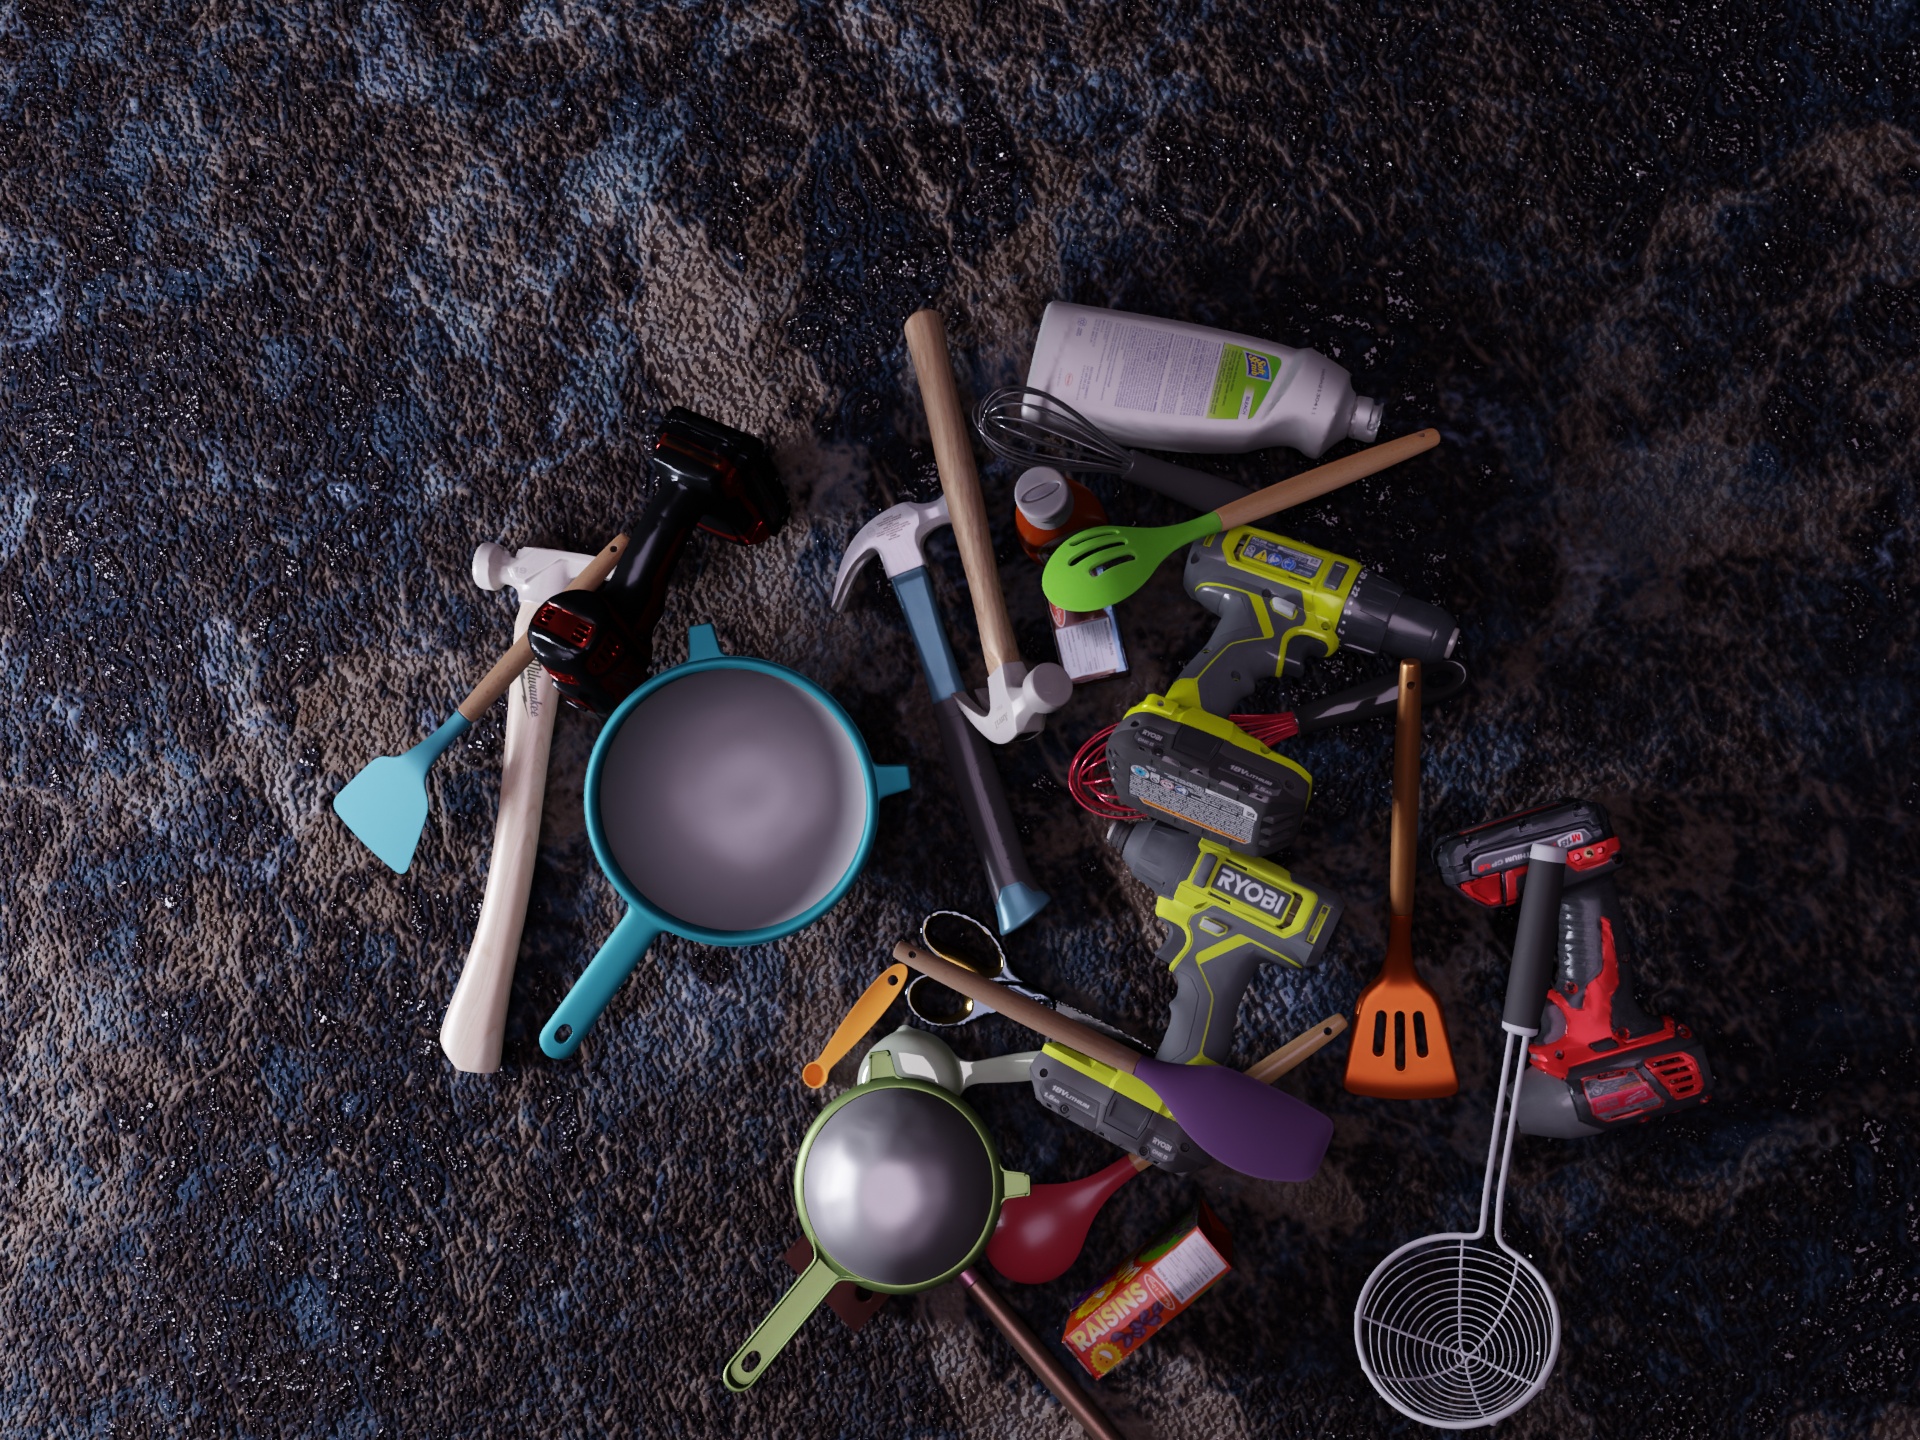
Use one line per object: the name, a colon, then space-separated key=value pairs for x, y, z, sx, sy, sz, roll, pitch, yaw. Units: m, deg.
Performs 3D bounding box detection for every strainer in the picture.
strainer: x=-0.081 y=0.367 z=1.105 sx=0.151 sy=0.069 sz=0.256 roll=40 pitch=85 yaw=10
strainer: x=-0.201 y=0.104 z=1.185 sx=0.211 sy=0.095 sz=0.340 roll=36 pitch=97 yaw=-4

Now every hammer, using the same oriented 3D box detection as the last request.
hammer: x=-0.002 y=-0.004 z=1.188 sx=0.128 sy=0.033 sz=0.331 roll=-19 pitch=83 yaw=8
hammer: x=0.006 y=-0.141 z=1.136 sx=0.031 sy=0.130 sz=0.331 roll=-6 pitch=72 yaw=-23
hammer: x=-0.337 y=0.071 z=1.246 sx=0.146 sy=0.038 sz=0.411 roll=8 pitch=88 yaw=10

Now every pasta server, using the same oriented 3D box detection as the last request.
pasta server: x=0.027 y=0.430 z=1.152 sx=0.060 sy=0.040 sz=0.316 roll=-43 pitch=81 yaw=2

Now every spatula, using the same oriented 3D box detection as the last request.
spatula: x=-0.361 y=-0.023 z=1.226 sx=0.082 sy=0.044 sz=0.317 roll=42 pitch=89 yaw=8
spatula: x=0.094 y=0.222 z=1.068 sx=0.316 sy=0.018 sz=0.060 roll=24 pitch=76 yaw=14
spatula: x=0.302 y=0.113 z=1.081 sx=0.081 sy=0.041 sz=0.322 roll=0 pitch=113 yaw=11

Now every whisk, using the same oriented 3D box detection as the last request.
whisk: x=0.120 y=-0.184 z=1.136 sx=0.239 sy=0.055 sz=0.055 roll=17 pitch=90 yaw=-15
whisk: x=0.220 y=0.006 z=1.136 sx=0.296 sy=0.073 sz=0.073 roll=-16 pitch=83 yaw=3

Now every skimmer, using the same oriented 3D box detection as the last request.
skimmer: x=0.337 y=0.258 z=1.012 sx=0.127 sy=0.090 sz=0.363 roll=10 pitch=91 yaw=40

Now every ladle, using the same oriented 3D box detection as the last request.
ladle: x=0.147 y=0.305 z=1.144 sx=0.315 sy=0.031 sz=0.069 roll=-36 pitch=80 yaw=5

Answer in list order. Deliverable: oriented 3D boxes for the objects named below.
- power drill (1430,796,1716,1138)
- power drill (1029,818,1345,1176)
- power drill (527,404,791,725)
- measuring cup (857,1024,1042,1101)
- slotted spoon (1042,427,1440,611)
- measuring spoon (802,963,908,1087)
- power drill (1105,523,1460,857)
power drill: x=0.405 y=0.172 z=1.080 sx=0.143 sy=0.078 sz=0.220 roll=-19 pitch=86 yaw=9
power drill: x=0.146 y=0.187 z=1.119 sx=0.171 sy=0.080 sz=0.223 roll=25 pitch=81 yaw=16
power drill: x=-0.219 y=-0.097 z=1.183 sx=0.080 sy=0.187 sz=0.227 roll=24 pitch=73 yaw=17
measuring cup: x=0.004 y=0.261 z=1.165 sx=0.167 sy=0.038 sz=0.083 roll=-10 pitch=85 yaw=12
slotted spoon: x=0.201 y=-0.150 z=1.113 sx=0.313 sy=0.031 sz=0.070 roll=-22 pitch=51 yaw=-13
measuring spoon: x=-0.078 y=0.230 z=1.200 sx=0.021 sy=0.011 sz=0.117 roll=39 pitch=90 yaw=12
power drill: x=0.217 y=-0.026 z=1.081 sx=0.191 sy=0.080 sz=0.229 roll=22 pitch=61 yaw=18
